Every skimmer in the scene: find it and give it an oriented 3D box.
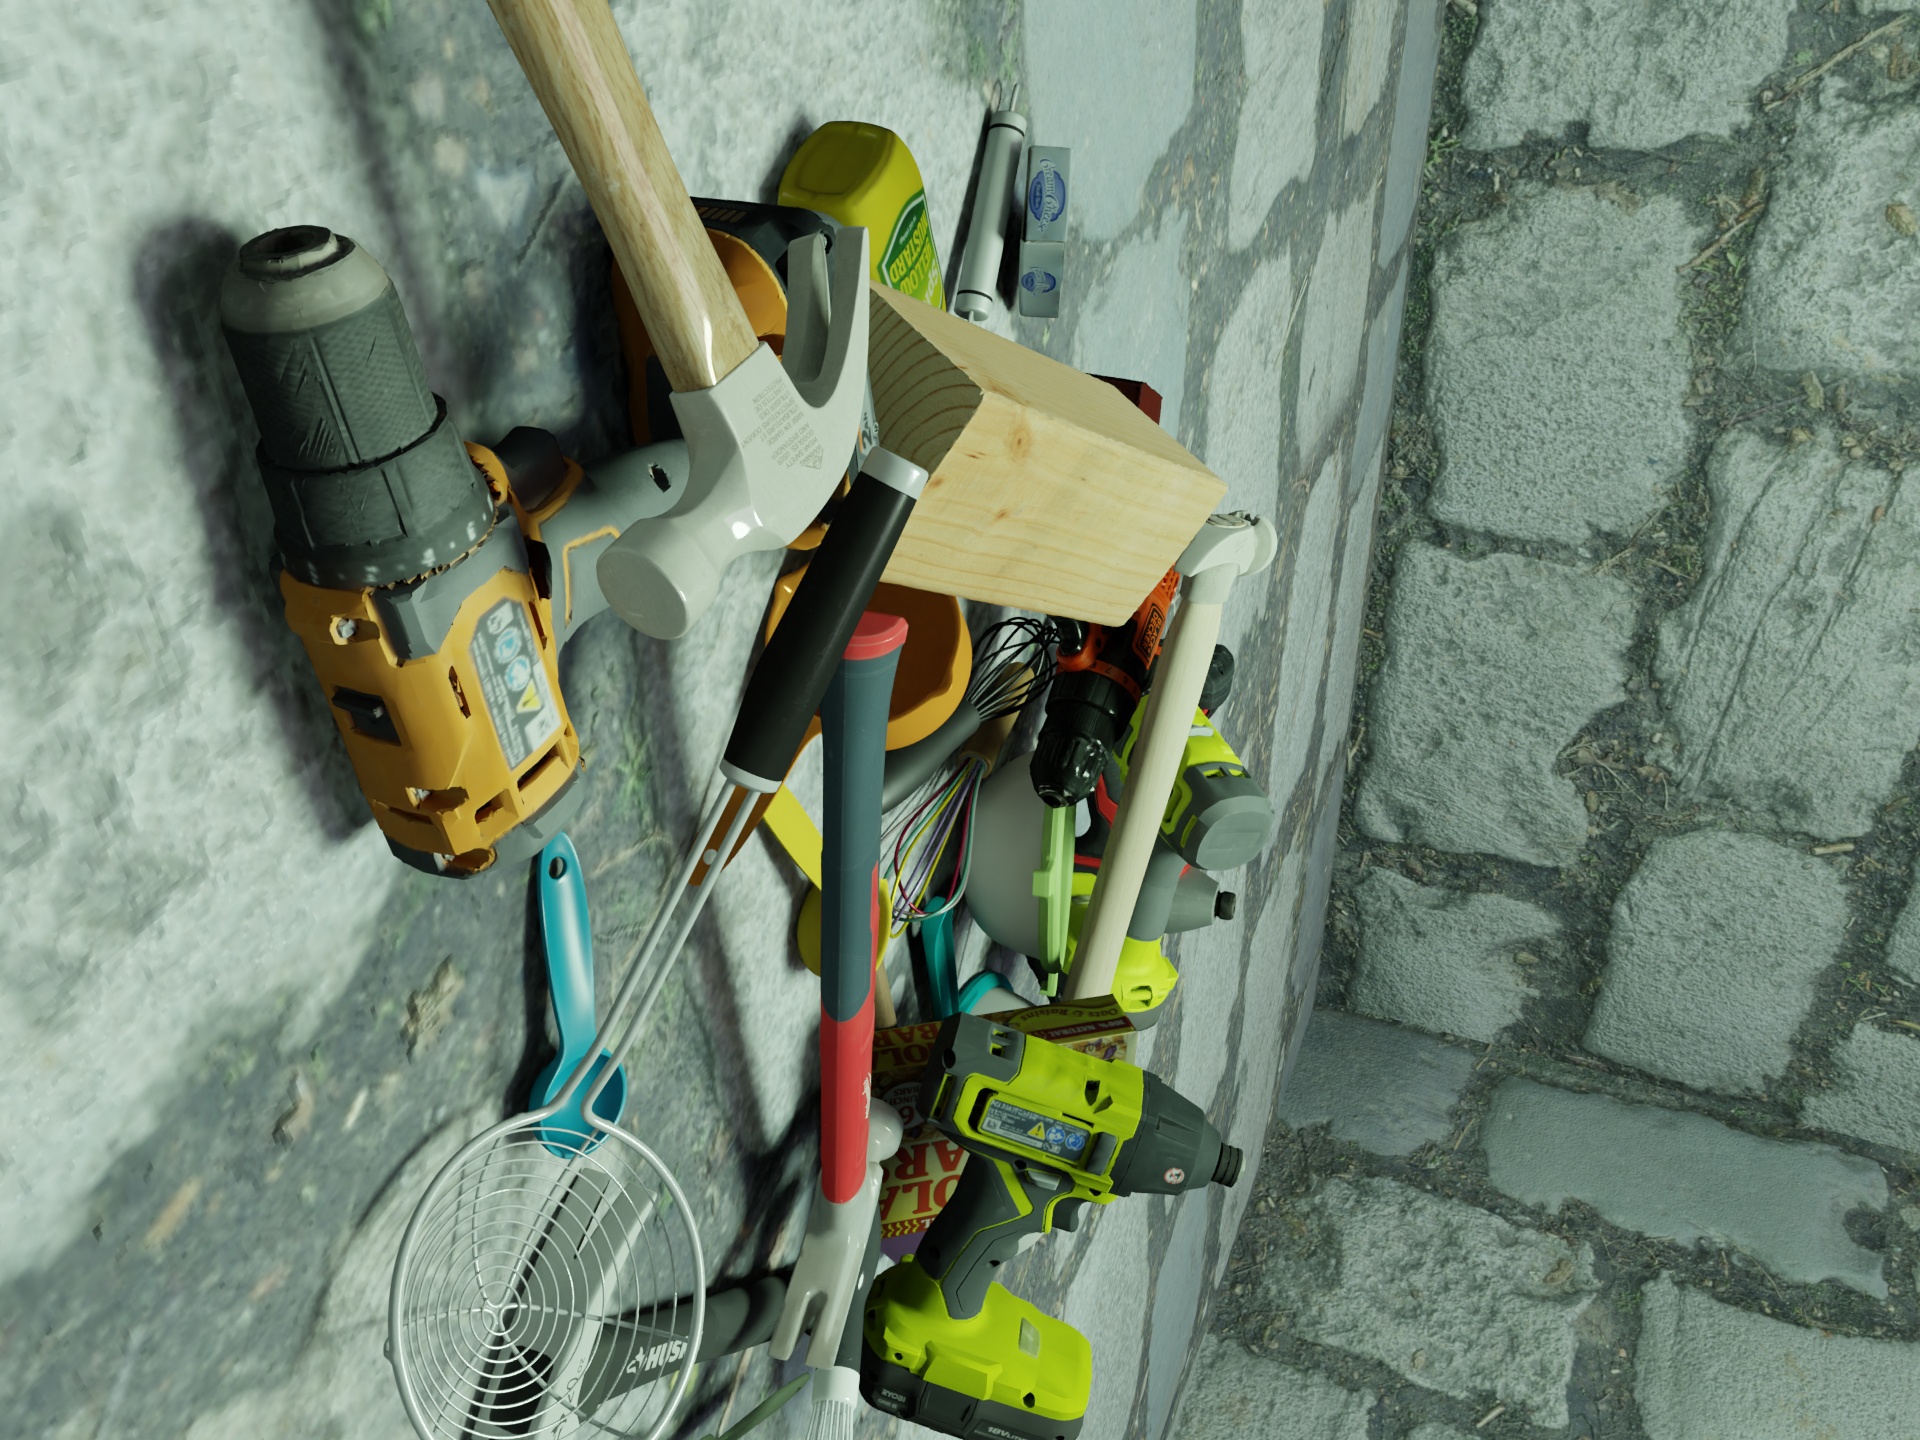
[{"bbox_3d":[-0.083,0.084,0.537,0.127,0.090,0.363,21,98,-44],"label":"skimmer"}]

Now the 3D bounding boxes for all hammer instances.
[{"bbox_3d":[-0.105,-0.189,0.388,0.130,0.031,0.331,-53,133,-38],"label":"hammer"},{"bbox_3d":[-0.052,0.120,0.684,0.143,0.038,0.386,-72,170,-50],"label":"hammer"},{"bbox_3d":[0.092,0.081,0.922,0.146,0.038,0.410,-23,130,-60],"label":"hammer"},{"bbox_3d":[-0.117,0.283,0.755,0.334,0.035,0.146,36,68,-69],"label":"hammer"}]

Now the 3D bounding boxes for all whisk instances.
[{"bbox_3d":[-0.062,0.352,0.758,0.070,0.070,0.285,80,12,-47],"label":"whisk"},{"bbox_3d":[0.003,0.037,0.928,0.047,0.051,0.245,61,33,-25],"label":"whisk"},{"bbox_3d":[-0.002,-0.004,0.899,0.239,0.055,0.055,-42,140,-52],"label":"whisk"}]

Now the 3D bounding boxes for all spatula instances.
[{"bbox_3d":[-0.041,0.218,0.930,0.018,0.059,0.315,-124,-158,-52],"label":"spatula"}]

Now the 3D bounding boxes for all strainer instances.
[{"bbox_3d":[0.031,0.240,1.049,0.340,0.095,0.211,84,26,-44],"label":"strainer"},{"bbox_3d":[0.040,0.037,1.022,0.151,0.069,0.257,83,11,-56],"label":"strainer"},{"bbox_3d":[0.007,-0.204,0.810,0.087,0.050,0.258,69,32,-83],"label":"strainer"}]

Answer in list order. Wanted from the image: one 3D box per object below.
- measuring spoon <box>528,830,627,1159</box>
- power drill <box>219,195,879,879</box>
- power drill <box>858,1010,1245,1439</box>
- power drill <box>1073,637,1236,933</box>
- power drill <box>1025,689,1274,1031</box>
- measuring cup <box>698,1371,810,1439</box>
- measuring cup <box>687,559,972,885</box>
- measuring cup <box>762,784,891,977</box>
[{"bbox_3d":[-0.150,0.101,0.593,0.042,0.021,0.128,-19,111,-51],"label":"measuring spoon"},{"bbox_3d":[-0.116,-0.088,0.485,0.226,0.084,0.185,-53,147,-42],"label":"power drill"},{"bbox_3d":[0.040,0.279,0.855,0.080,0.171,0.223,-70,179,-69],"label":"power drill"},{"bbox_3d":[0.139,0.053,1.173,0.078,0.143,0.219,-40,136,-64],"label":"power drill"},{"bbox_3d":[0.112,0.080,1.078,0.080,0.191,0.228,0,127,-27],"label":"power drill"},{"bbox_3d":[-0.108,0.364,0.763,0.083,0.038,0.167,-57,161,20],"label":"measuring cup"},{"bbox_3d":[-0.062,0.004,0.705,0.173,0.095,0.052,-56,162,-8],"label":"measuring cup"},{"bbox_3d":[-0.077,0.073,0.775,0.062,0.029,0.156,-65,145,-33],"label":"measuring cup"}]
